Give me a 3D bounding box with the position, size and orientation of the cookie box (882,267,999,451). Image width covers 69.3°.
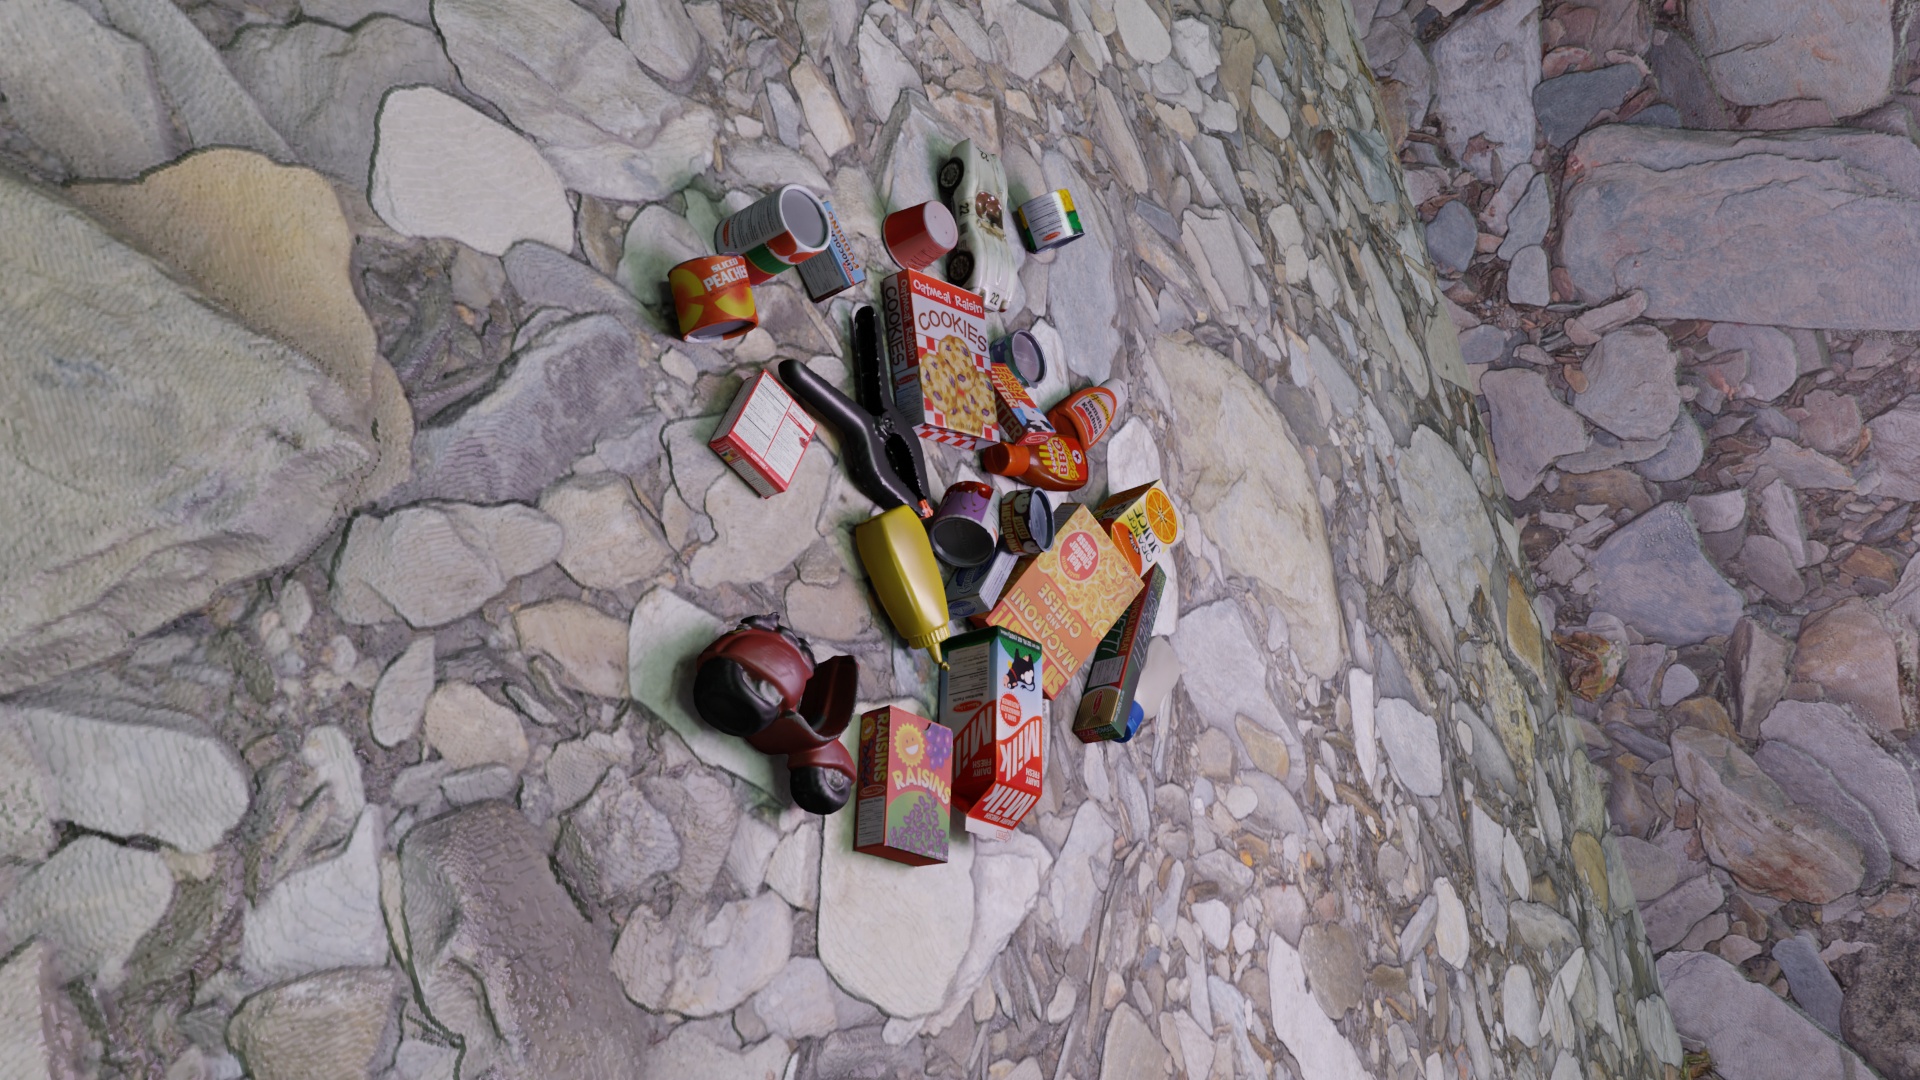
[{"bbox_3d":[-0.020,-0.185,1.432,0.123,0.040,0.168,10,68,-51],"label":"cookie box"}]

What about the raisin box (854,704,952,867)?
[{"bbox_3d":[-0.049,0.217,1.221,0.086,0.040,0.124,28,54,-43],"label":"raisin box"}]

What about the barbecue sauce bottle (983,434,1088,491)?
[{"bbox_3d":[0.082,-0.087,1.520,0.149,0.043,0.065,0,72,-52],"label":"barbecue sauce bottle"}]

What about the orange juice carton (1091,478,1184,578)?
[{"bbox_3d":[0.179,0.002,1.585,0.193,0.071,0.073,-38,106,-53],"label":"orange juice carton"}]

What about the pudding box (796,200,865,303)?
[{"bbox_3d":[-0.131,-0.273,1.314,0.030,0.049,0.083,-41,108,-53],"label":"pudding box"}]

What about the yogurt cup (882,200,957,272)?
[{"bbox_3d":[-0.040,-0.320,1.451,0.072,0.054,0.072,24,57,-45],"label":"yogurt cup"}]

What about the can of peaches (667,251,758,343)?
[{"bbox_3d":[-0.206,-0.203,1.168,0.071,0.071,0.058,-7,83,-54],"label":"can of peaches"}]

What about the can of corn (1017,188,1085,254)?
[{"bbox_3d":[0.109,-0.382,1.664,0.071,0.071,0.058,-26,96,-54],"label":"can of corn"}]

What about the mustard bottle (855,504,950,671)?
[{"bbox_3d":[-0.045,0.049,1.289,0.065,0.048,0.160,-26,97,-54],"label":"mustard bottle"}]

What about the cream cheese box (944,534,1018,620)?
[{"bbox_3d":[0.021,0.034,1.379,0.024,0.053,0.104,57,39,-24],"label":"cream cheese box"}]

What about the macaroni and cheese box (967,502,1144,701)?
[{"bbox_3d":[0.100,0.062,1.427,0.167,0.040,0.123,-49,115,-22],"label":"macaroni and cheese box"}]

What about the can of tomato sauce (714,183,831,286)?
[{"bbox_3d":[-0.166,-0.273,1.241,0.071,0.083,0.071,25,57,-45],"label":"can of tomato sauce"}]

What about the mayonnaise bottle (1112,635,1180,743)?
[{"bbox_3d":[0.202,0.171,1.571,0.064,0.041,0.149,59,39,-15],"label":"mayonnaise bottle"}]

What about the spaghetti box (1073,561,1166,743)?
[{"bbox_3d":[0.182,0.121,1.556,0.028,0.050,0.251,53,40,-28],"label":"spaghetti box"}]

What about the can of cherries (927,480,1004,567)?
[{"bbox_3d":[0.005,-0.017,1.370,0.071,0.071,0.059,50,37,-28],"label":"can of cherries"}]

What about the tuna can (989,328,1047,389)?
[{"bbox_3d":[0.065,-0.198,1.554,0.071,0.032,0.071,25,56,-45],"label":"tuna can"}]

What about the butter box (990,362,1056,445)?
[{"bbox_3d":[0.054,-0.147,1.491,0.053,0.024,0.104,-7,56,-52],"label":"butter box"}]

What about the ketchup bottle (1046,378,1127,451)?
[{"bbox_3d":[0.154,-0.153,1.643,0.149,0.043,0.064,-41,108,-52],"label":"ketchup bottle"}]

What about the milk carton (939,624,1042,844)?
[{"bbox_3d":[0.028,0.184,1.307,0.072,0.073,0.191,28,55,-44],"label":"milk carton"}]

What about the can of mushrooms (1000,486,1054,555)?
[{"bbox_3d":[0.066,-0.018,1.376,0.071,0.033,0.071,-9,91,-67],"label":"can of mushrooms"}]
